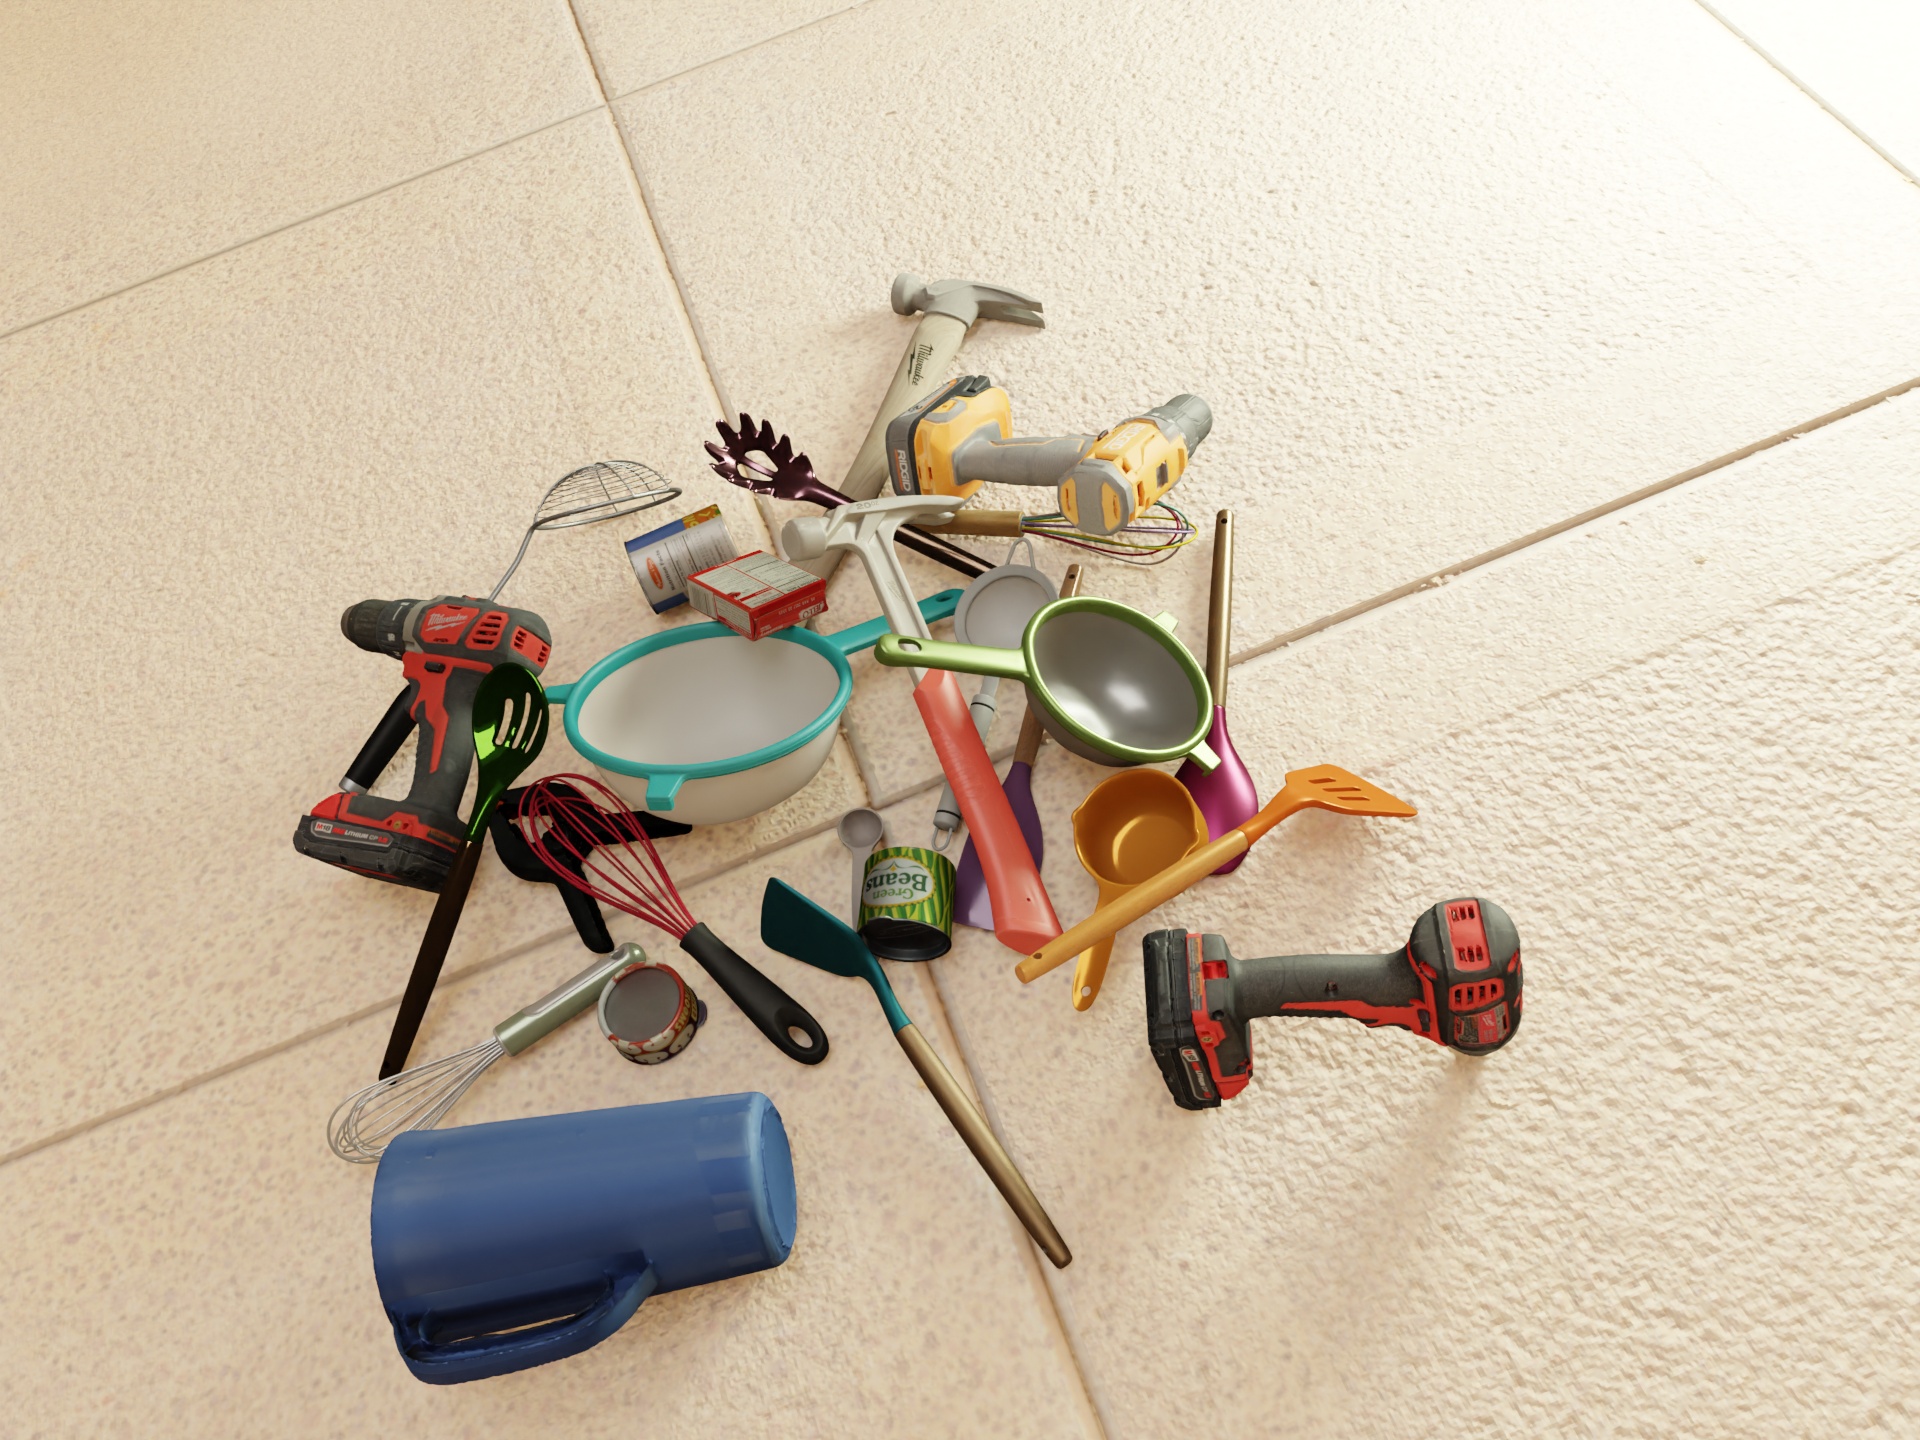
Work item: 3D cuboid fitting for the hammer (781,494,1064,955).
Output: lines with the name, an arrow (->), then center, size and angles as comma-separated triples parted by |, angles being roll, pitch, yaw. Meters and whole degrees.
hammer -> -0.002, -0.004, 1.145 | 0.149, 0.036, 0.359 | -12, 69, -31

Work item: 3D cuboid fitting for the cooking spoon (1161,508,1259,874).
cooking spoon -> 0.190, -0.030, 1.183 | 0.069, 0.017, 0.319 | 0, 58, 13

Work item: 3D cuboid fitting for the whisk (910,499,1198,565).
whisk -> 0.070, -0.157, 1.283 | 0.245, 0.051, 0.047 | 5, 64, 20

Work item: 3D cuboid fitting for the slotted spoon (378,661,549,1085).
slotted spoon -> -0.361, 0.110, 1.145 | 0.070, 0.031, 0.314 | 17, 86, 24

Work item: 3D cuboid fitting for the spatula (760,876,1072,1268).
spatula -> -0.032, 0.230, 1.046 | 0.044, 0.082, 0.318 | -22, 57, -29

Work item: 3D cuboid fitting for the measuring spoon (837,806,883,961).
measuring spoon -> -0.069, 0.122, 1.149 | 0.034, 0.018, 0.124 | -6, 62, 2

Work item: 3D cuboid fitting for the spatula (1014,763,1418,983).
spatula -> 0.164, 0.095, 1.027 | 0.322, 0.041, 0.081 | -27, 39, -28

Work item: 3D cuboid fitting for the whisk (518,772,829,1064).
whisk -> -0.202, 0.137, 1.116 | 0.296, 0.073, 0.073 | 40, 72, 15

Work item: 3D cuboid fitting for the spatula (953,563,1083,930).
spatula -> 0.054, 0.012, 1.188 | 0.060, 0.018, 0.316 | 8, 60, 14

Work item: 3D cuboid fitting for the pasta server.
pasta server -> -0.066, -0.163, 1.285 | 0.316, 0.040, 0.060 | 27, 79, 13

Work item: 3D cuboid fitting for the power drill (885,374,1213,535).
power drill -> 0.078, -0.222, 1.275 | 0.226, 0.084, 0.185 | 14, 39, 31

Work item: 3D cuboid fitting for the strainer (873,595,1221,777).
strainer -> 0.054, -0.020, 1.132 | 0.256, 0.069, 0.152 | 7, 49, -21

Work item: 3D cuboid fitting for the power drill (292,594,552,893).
power drill -> -0.428, 0.007, 1.226 | 0.188, 0.080, 0.227 | 8, 73, 25

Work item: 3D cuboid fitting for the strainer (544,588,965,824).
strainer -> -0.129, -0.009, 1.211 | 0.340, 0.095, 0.211 | -24, 37, -29

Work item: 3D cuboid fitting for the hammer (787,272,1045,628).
hammer -> -0.063, -0.226, 1.363 | 0.146, 0.038, 0.411 | 15, 62, 20

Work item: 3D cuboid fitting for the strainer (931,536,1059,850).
strainer -> 0.019, -0.018, 1.204 | 0.087, 0.050, 0.259 | 7, 65, 24

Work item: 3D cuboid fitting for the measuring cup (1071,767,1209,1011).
measuring cup -> 0.114, 0.121, 1.084 | 0.095, 0.052, 0.174 | 9, 71, 30

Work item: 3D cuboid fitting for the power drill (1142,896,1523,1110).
power drill -> 0.230, 0.175, 0.973 | 0.219, 0.143, 0.079 | -10, 51, 14

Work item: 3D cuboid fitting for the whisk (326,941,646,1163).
whisk -> -0.329, 0.230, 1.117 | 0.246, 0.059, 0.058 | -33, 29, -14

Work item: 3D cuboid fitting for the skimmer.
skimmer -> -0.371, -0.074, 1.321 | 0.090, 0.127, 0.363 | 36, 79, -16
